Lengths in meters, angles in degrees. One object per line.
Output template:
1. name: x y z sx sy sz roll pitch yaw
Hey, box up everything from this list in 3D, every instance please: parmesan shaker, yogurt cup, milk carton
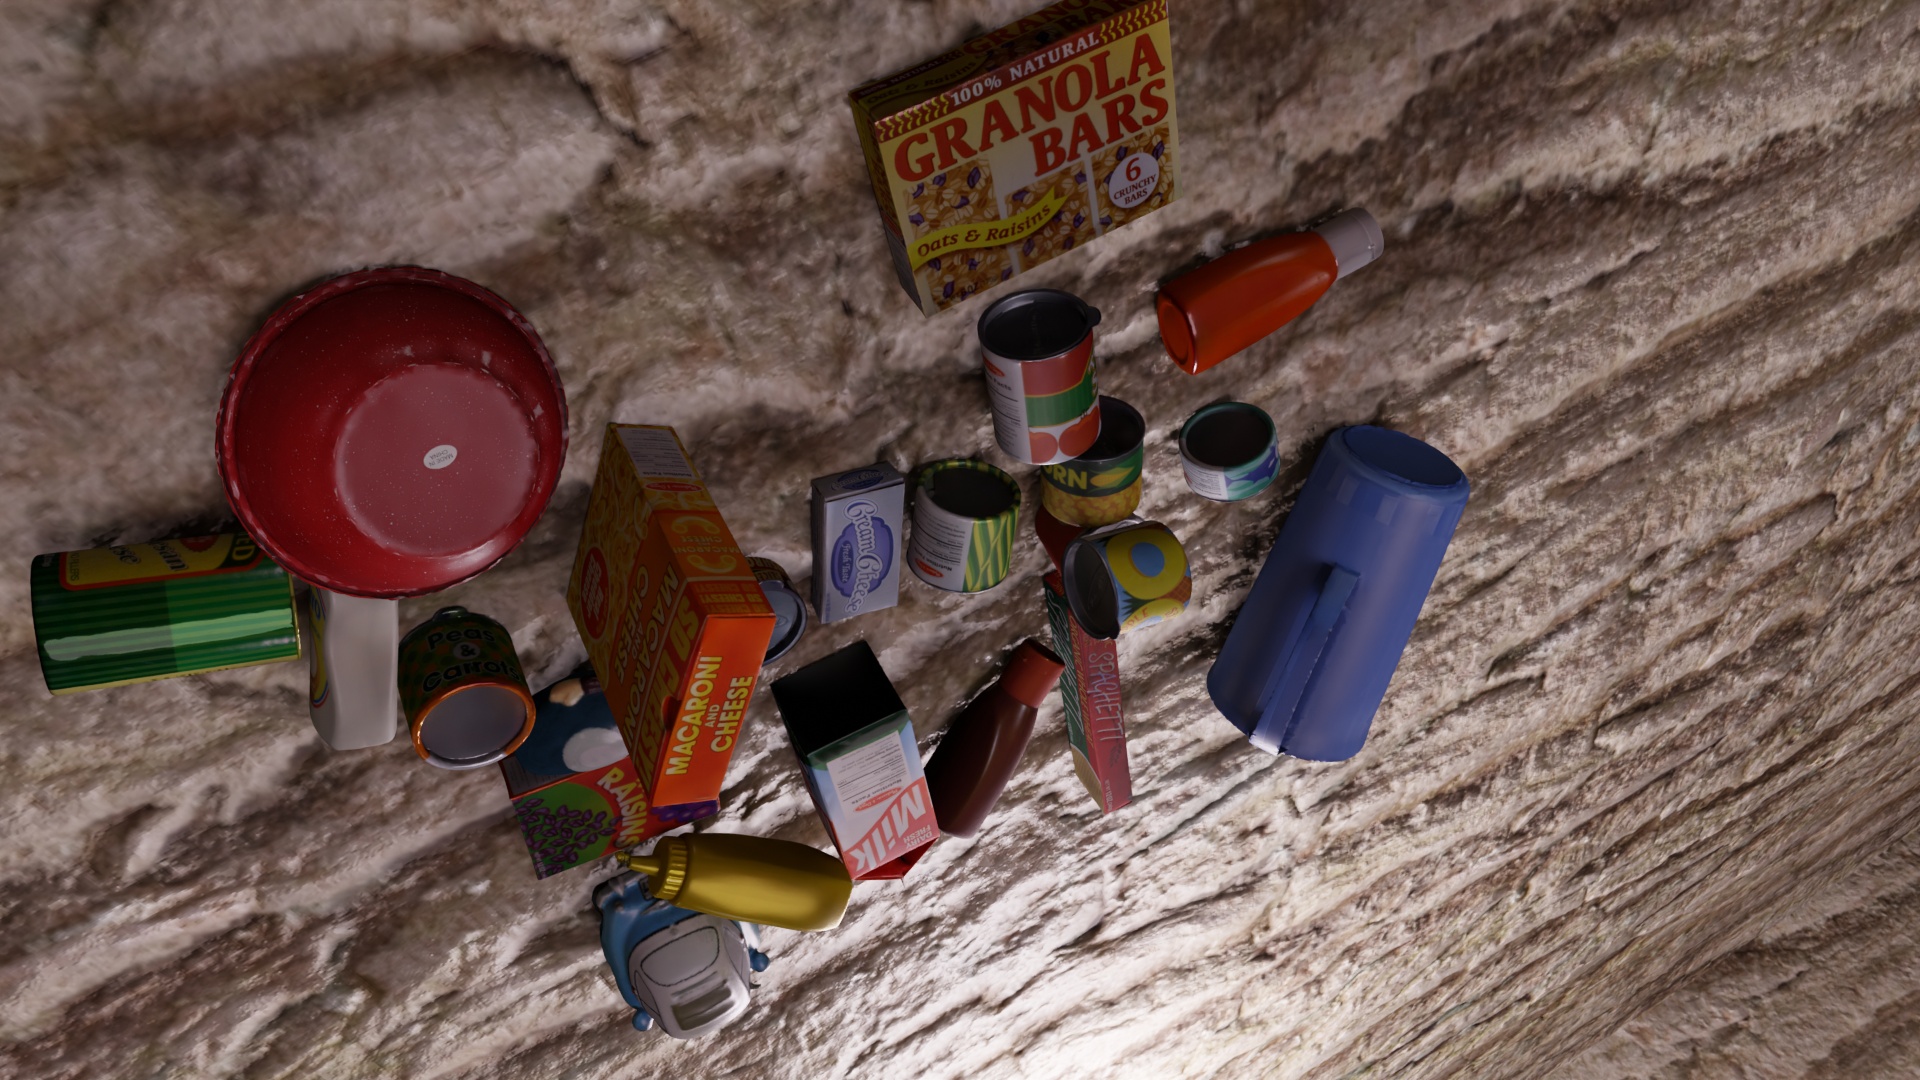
1. parmesan shaker: -0.369 0.032 0.650 0.103 0.071 0.071 -8 130 -28
2. yogurt cup: 0.086 -0.004 0.935 0.072 0.054 0.072 -18 135 -20
3. milk carton: -0.068 0.167 0.969 0.073 0.072 0.189 -24 135 -13

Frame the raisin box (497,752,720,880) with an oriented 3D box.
1. raisin box: -0.220 0.155 0.881 0.124 0.040 0.085 -19 134 -20

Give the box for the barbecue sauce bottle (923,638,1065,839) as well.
1. barbecue sauce bottle: 0.023 0.142 1.018 0.043 0.065 0.148 24 102 -38

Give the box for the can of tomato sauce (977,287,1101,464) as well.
1. can of tomato sauce: 0.050 -0.097 0.821 0.071 0.071 0.082 -25 137 -13

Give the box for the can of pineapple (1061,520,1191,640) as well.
1. can of pineapple: 0.106 0.026 0.881 0.058 0.071 0.070 -14 133 -23

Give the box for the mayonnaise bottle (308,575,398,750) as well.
1. mayonnaise bottle: -0.306 0.029 0.697 0.041 0.065 0.147 -7 119 -33

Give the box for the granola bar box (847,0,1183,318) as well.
1. granola bar box: 0.034 -0.207 0.734 0.166 0.039 0.123 -27 137 -11

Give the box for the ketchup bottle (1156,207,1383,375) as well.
1. ketchup bottle: 0.197 -0.163 0.879 0.149 0.044 0.064 -28 138 -10

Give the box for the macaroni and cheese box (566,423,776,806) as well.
1. macaroni and cheese box: -0.157 0.035 0.723 0.040 0.167 0.123 0 126 -33

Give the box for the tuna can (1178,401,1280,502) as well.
1. tuna can: 0.184 -0.062 0.941 0.071 0.071 0.032 -30 137 -8

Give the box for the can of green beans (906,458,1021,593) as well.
1. can of green beans: 0.002 -0.010 0.865 0.071 0.071 0.057 -12 131 -25

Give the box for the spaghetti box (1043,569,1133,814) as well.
1. spaghetti box: 0.099 0.117 1.054 0.029 0.050 0.248 -26 136 -13

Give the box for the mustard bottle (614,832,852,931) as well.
1. mustard bottle: -0.153 0.222 0.917 0.160 0.065 0.048 16 94 -27

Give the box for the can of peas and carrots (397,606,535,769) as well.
1. can of peas and carrots: -0.274 0.082 0.766 0.071 0.059 0.070 -19 135 -20

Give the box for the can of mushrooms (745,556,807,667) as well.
1. can of mushrooms: -0.129 0.043 0.848 0.071 0.033 0.070 -18 134 -19

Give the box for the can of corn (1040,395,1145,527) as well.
1. can of corn: 0.081 -0.049 0.883 0.071 0.071 0.058 -21 136 -17

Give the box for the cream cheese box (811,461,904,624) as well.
1. cream cheese box: -0.065 0.003 0.863 0.053 0.024 0.103 -15 133 -23
